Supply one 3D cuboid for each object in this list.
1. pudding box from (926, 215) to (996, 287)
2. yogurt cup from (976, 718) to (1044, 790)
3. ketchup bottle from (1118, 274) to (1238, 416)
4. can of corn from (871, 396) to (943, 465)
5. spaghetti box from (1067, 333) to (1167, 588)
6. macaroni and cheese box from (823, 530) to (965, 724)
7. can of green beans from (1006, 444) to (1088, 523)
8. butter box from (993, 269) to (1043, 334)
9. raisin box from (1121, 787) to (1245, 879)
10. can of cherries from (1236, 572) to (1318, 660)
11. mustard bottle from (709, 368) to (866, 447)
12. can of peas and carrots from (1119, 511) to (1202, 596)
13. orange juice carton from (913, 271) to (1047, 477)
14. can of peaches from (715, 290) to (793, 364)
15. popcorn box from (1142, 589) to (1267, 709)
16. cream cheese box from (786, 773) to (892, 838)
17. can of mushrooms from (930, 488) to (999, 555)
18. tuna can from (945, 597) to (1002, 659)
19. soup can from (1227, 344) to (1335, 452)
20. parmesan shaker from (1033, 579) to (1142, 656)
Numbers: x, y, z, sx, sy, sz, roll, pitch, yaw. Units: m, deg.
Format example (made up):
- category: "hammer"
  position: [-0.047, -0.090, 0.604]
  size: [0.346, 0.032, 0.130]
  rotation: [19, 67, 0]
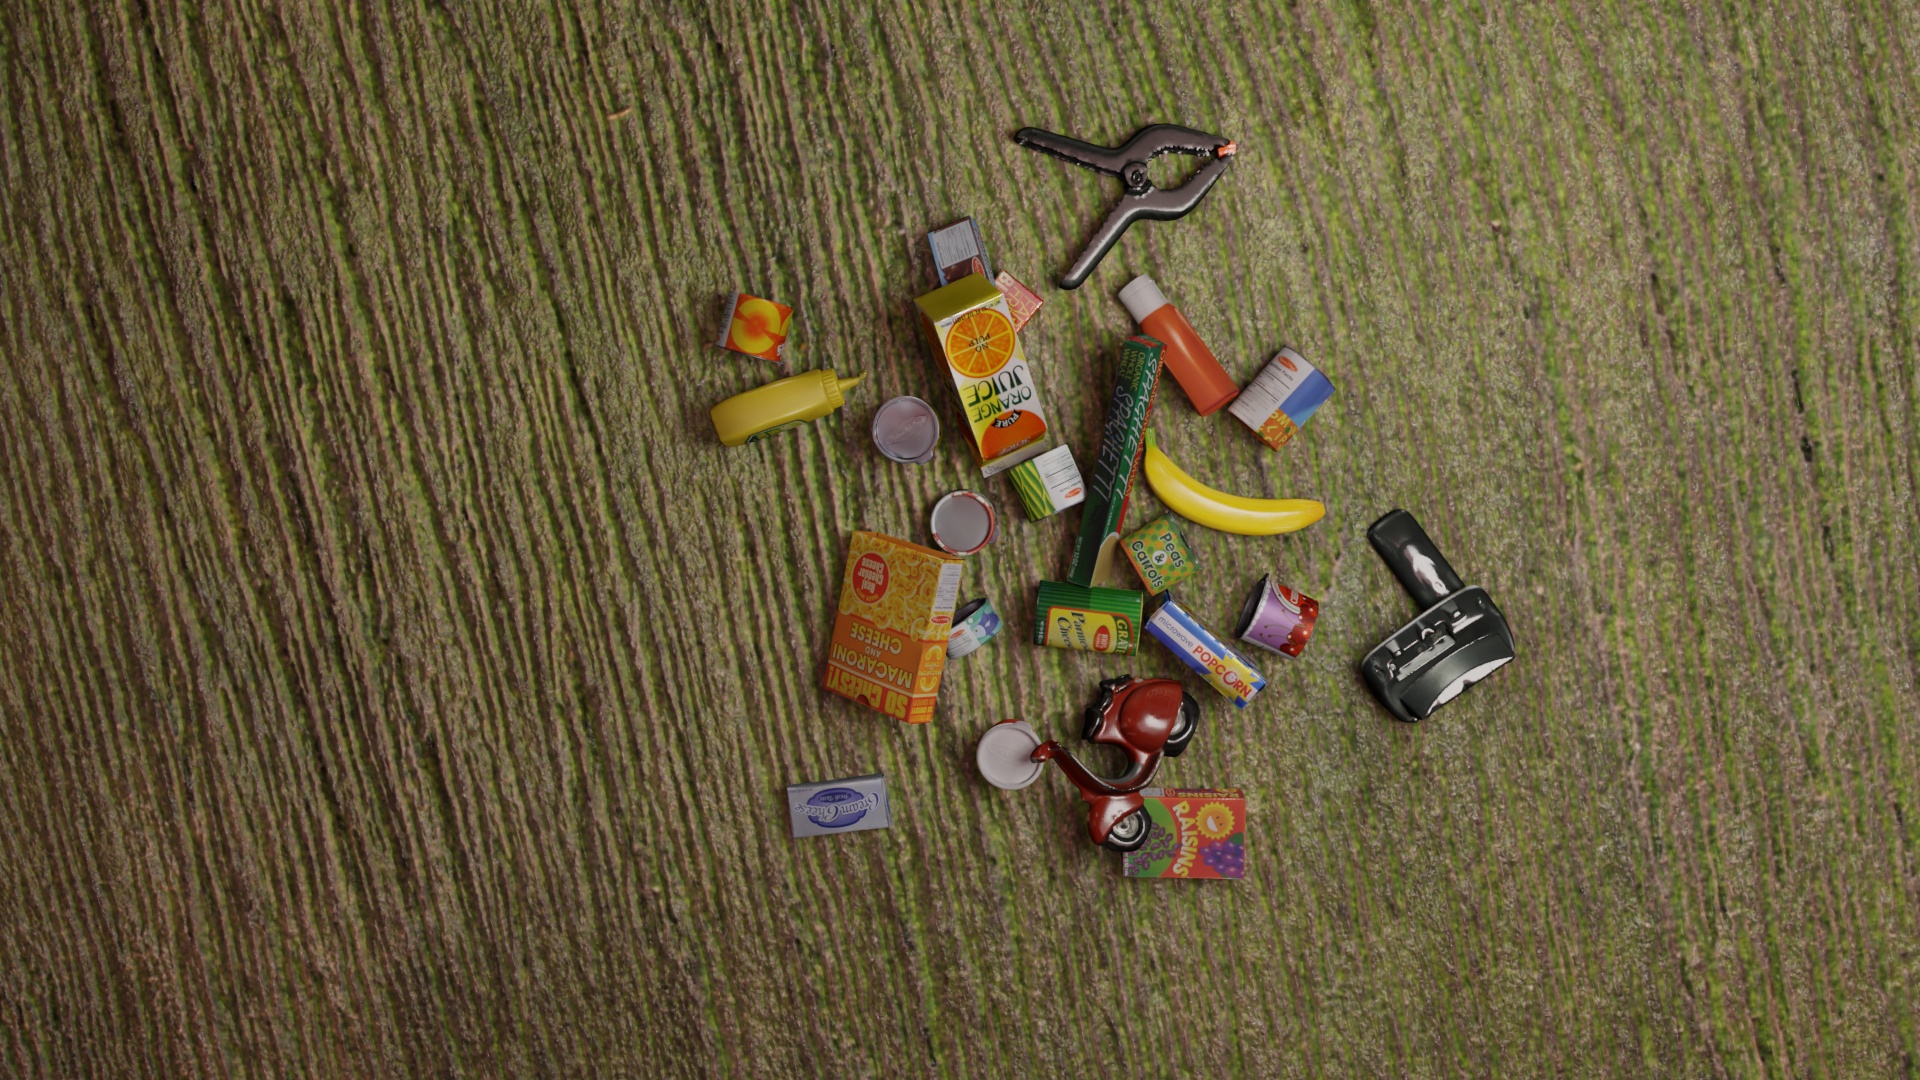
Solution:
- category: "pudding box"
  position: [0.002, -0.271, 1.368]
  size: [0.049, 0.030, 0.084]
  rotation: [-19, 76, 15]
- category: "yogurt cup"
  position: [0.051, 0.213, 1.406]
  size: [0.072, 0.054, 0.072]
  rotation: [0, 95, 4]
- category: "ketchup bottle"
  position: [0.212, -0.192, 1.359]
  size: [0.043, 0.065, 0.149]
  rotation: [-38, 82, 26]
- category: "can of corn"
  position: [-0.050, -0.108, 1.384]
  size: [0.071, 0.058, 0.071]
  rotation: [0, 95, 4]
- category: "spaghetti box"
  position: [0.152, -0.076, 1.351]
  size: [0.029, 0.050, 0.249]
  rotation: [20, 109, 24]
- category: "macaroni and cheese box"
  position: [-0.069, 0.084, 1.380]
  size: [0.124, 0.040, 0.166]
  rotation: [16, 97, 39]
- category: "can of green beans"
  position: [0.087, -0.056, 1.375]
  size: [0.071, 0.071, 0.058]
  rotation: [-25, 92, 6]
- category: "butter box"
  position: [0.031, -0.215, 1.387]
  size: [0.053, 0.024, 0.103]
  rotation: [40, 96, 1]
- category: "raisin box"
  position: [0.226, 0.297, 1.409]
  size: [0.123, 0.040, 0.086]
  rotation: [0, 94, 5]
- category: "can of cherries"
  position: [0.314, 0.075, 1.369]
  size: [0.058, 0.071, 0.071]
  rotation: [24, 96, 2]
- category: "mustard bottle"
  position: [-0.168, -0.138, 1.389]
  size: [0.160, 0.065, 0.049]
  rotation: [-19, 89, 2]
- category: "can of peas and carrots"
  position: [0.198, 0.014, 1.371]
  size: [0.058, 0.071, 0.071]
  rotation: [-31, 92, 7]
- category: "orange juice carton"
  position: [0.026, -0.153, 1.343]
  size: [0.072, 0.073, 0.191]
  rotation: [-25, 121, -6]
- category: "can of peaches"
  position: [-0.203, -0.212, 1.384]
  size: [0.071, 0.071, 0.058]
  rotation: [15, 95, 3]
- category: "popcorn box"
  position: [0.238, 0.104, 1.368]
  size: [0.127, 0.085, 0.038]
  rotation: [41, 98, -1]
- category: "cream cheese box"
  position: [-0.126, 0.274, 1.439]
  size: [0.104, 0.024, 0.053]
  rotation: [-8, 95, 5]
- category: "can of mushrooms"
  position: [0.005, -0.018, 1.401]
  size: [0.071, 0.033, 0.071]
  rotation: [0, 94, 4]
- category: "tuna can"
  position: [0.008, 0.088, 1.394]
  size: [0.071, 0.071, 0.033]
  rotation: [-32, 98, 6]
- category: "soup can"
  position: [0.314, -0.136, 1.354]
  size: [0.071, 0.071, 0.083]
  rotation: [41, 97, 0]
- category: "parmesan shaker"
  position: [0.126, 0.080, 1.385]
  size: [0.103, 0.071, 0.071]
  rotation: [6, 95, 4]
